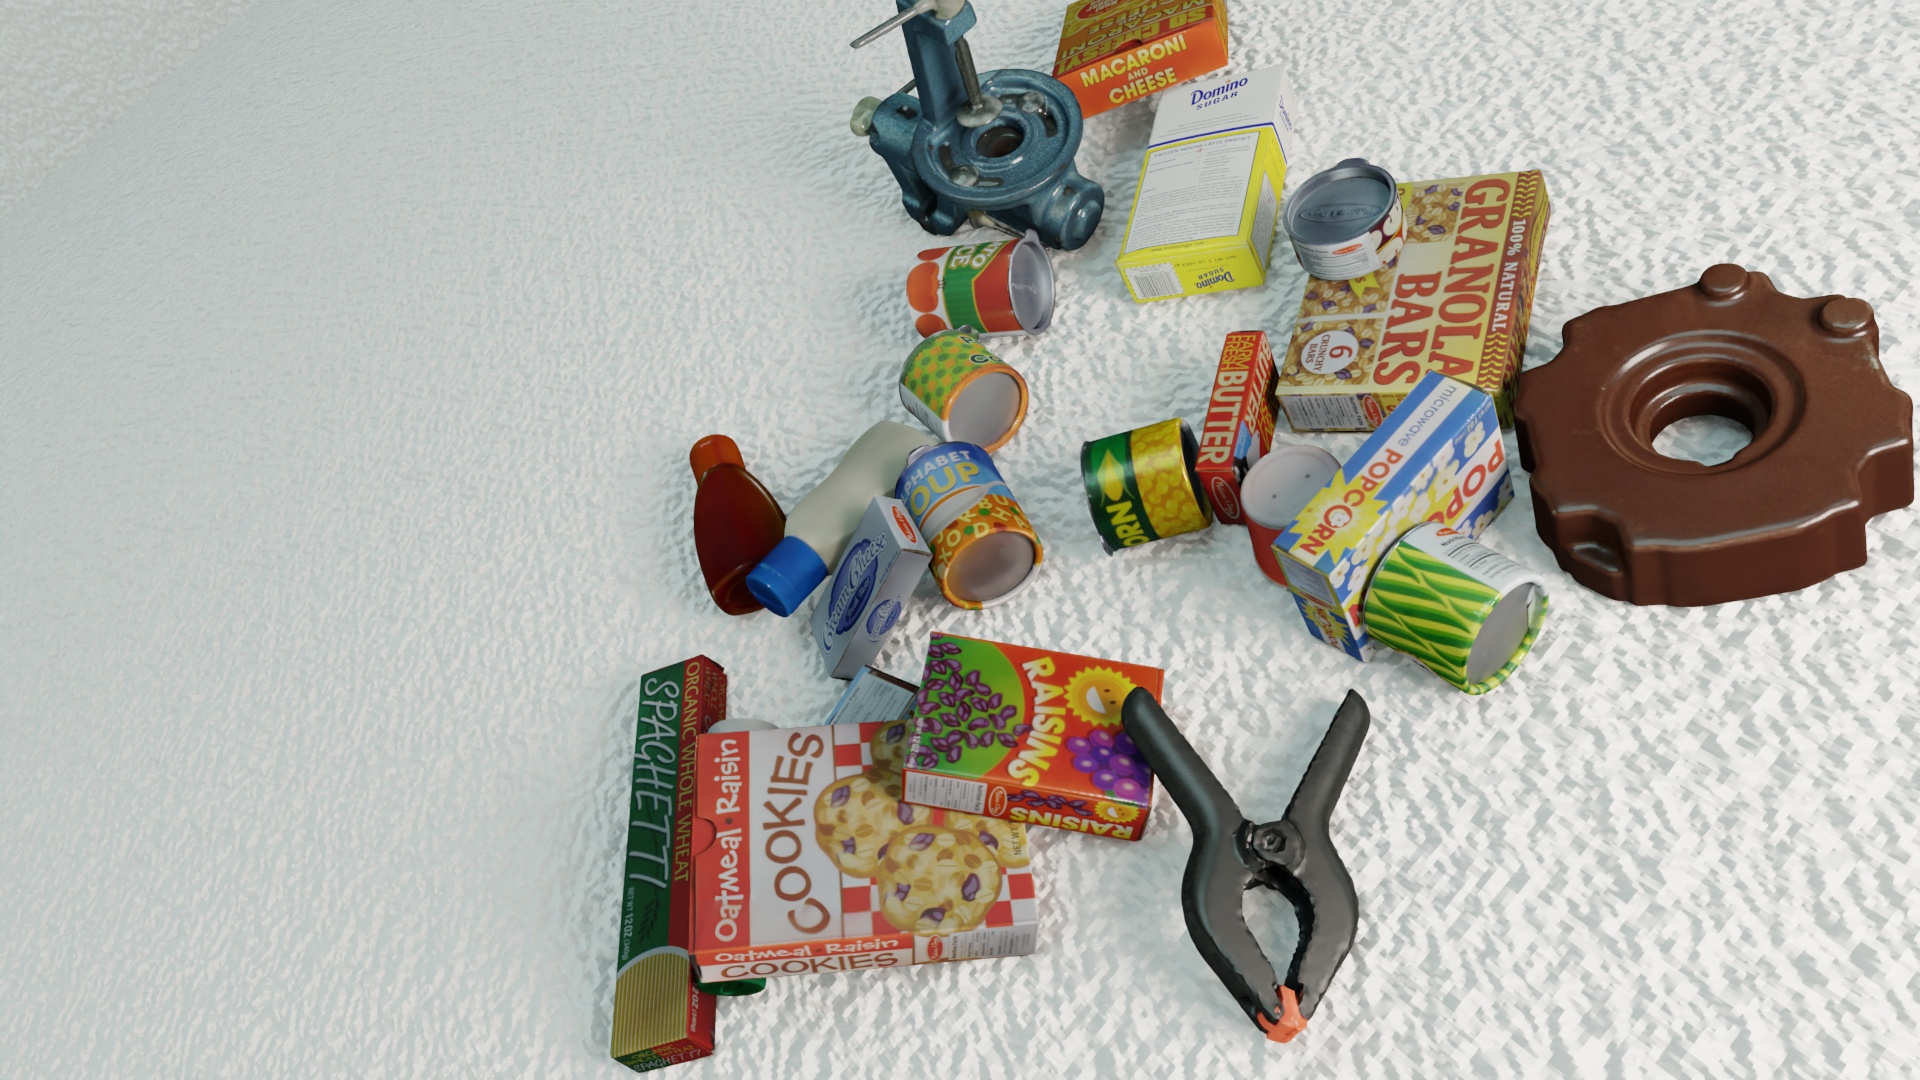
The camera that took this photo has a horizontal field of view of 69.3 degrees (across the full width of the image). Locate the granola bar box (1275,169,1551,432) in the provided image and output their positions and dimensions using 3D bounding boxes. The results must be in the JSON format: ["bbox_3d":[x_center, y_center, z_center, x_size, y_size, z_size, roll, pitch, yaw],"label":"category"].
[{"bbox_3d":[0.263,-0.137,0.803,0.124,0.039,0.166,2,56,33],"label":"granola bar box"}]

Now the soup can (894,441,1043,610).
[{"bbox_3d":[0.003,-0.010,0.832,0.071,0.071,0.084,-33,46,4],"label":"soup can"}]

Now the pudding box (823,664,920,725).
[{"bbox_3d":[-0.055,0.117,0.794,0.050,0.030,0.084,18,66,38],"label":"pudding box"}]

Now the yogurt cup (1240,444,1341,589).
[{"bbox_3d":[0.183,-0.014,0.742,0.072,0.053,0.073,-16,50,20],"label":"yogurt cup"}]

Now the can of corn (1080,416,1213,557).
[{"bbox_3d":[0.107,-0.030,0.791,0.058,0.071,0.071,-15,49,20],"label":"can of corn"}]

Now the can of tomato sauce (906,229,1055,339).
[{"bbox_3d":[0.014,-0.174,0.957,0.083,0.071,0.071,0,56,31],"label":"can of tomato sauce"}]

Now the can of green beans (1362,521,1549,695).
[{"bbox_3d":[0.237,0.032,0.665,0.071,0.071,0.058,-46,47,-9],"label":"can of green beans"}]

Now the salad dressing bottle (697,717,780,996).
[{"bbox_3d":[-0.123,0.174,0.773,0.064,0.044,0.148,125,149,-51],"label":"salad dressing bottle"}]

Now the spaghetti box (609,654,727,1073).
[{"bbox_3d":[-0.168,0.178,0.813,0.050,0.028,0.251,-20,48,15],"label":"spaghetti box"}]

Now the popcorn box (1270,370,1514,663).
[{"bbox_3d":[0.220,-0.011,0.696,0.127,0.085,0.038,-46,47,-9],"label":"popcorn box"}]

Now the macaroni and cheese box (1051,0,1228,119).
[{"bbox_3d":[0.136,-0.381,1.042,0.123,0.040,0.167,-15,34,21],"label":"macaroni and cheese box"}]

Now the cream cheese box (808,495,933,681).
[{"bbox_3d":[-0.055,0.029,0.831,0.103,0.024,0.053,-60,37,27],"label":"cream cheese box"}]

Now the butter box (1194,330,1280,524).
[{"bbox_3d":[0.161,-0.065,0.796,0.024,0.053,0.104,0,56,29],"label":"butter box"}]

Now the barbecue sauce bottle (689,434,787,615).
[{"bbox_3d":[-0.154,-0.017,0.948,0.065,0.043,0.149,-26,45,-2],"label":"barbecue sauce bottle"}]

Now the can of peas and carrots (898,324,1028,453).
[{"bbox_3d":[0.004,-0.098,0.903,0.071,0.070,0.059,-41,46,-5],"label":"can of peas and carrots"}]

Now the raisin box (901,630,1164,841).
[{"bbox_3d":[0.038,0.098,0.708,0.123,0.039,0.086,9,49,3],"label":"raisin box"}]

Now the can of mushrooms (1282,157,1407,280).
[{"bbox_3d":[0.226,-0.188,0.813,0.071,0.033,0.071,-17,48,20],"label":"can of mushrooms"}]

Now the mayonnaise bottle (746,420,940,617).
[{"bbox_3d":[-0.074,-0.014,0.883,0.065,0.041,0.149,23,59,35],"label":"mayonnaise bottle"}]

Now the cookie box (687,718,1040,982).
[{"bbox_3d":[-0.051,0.153,0.708,0.168,0.040,0.123,-3,49,-5],"label":"cookie box"}]
